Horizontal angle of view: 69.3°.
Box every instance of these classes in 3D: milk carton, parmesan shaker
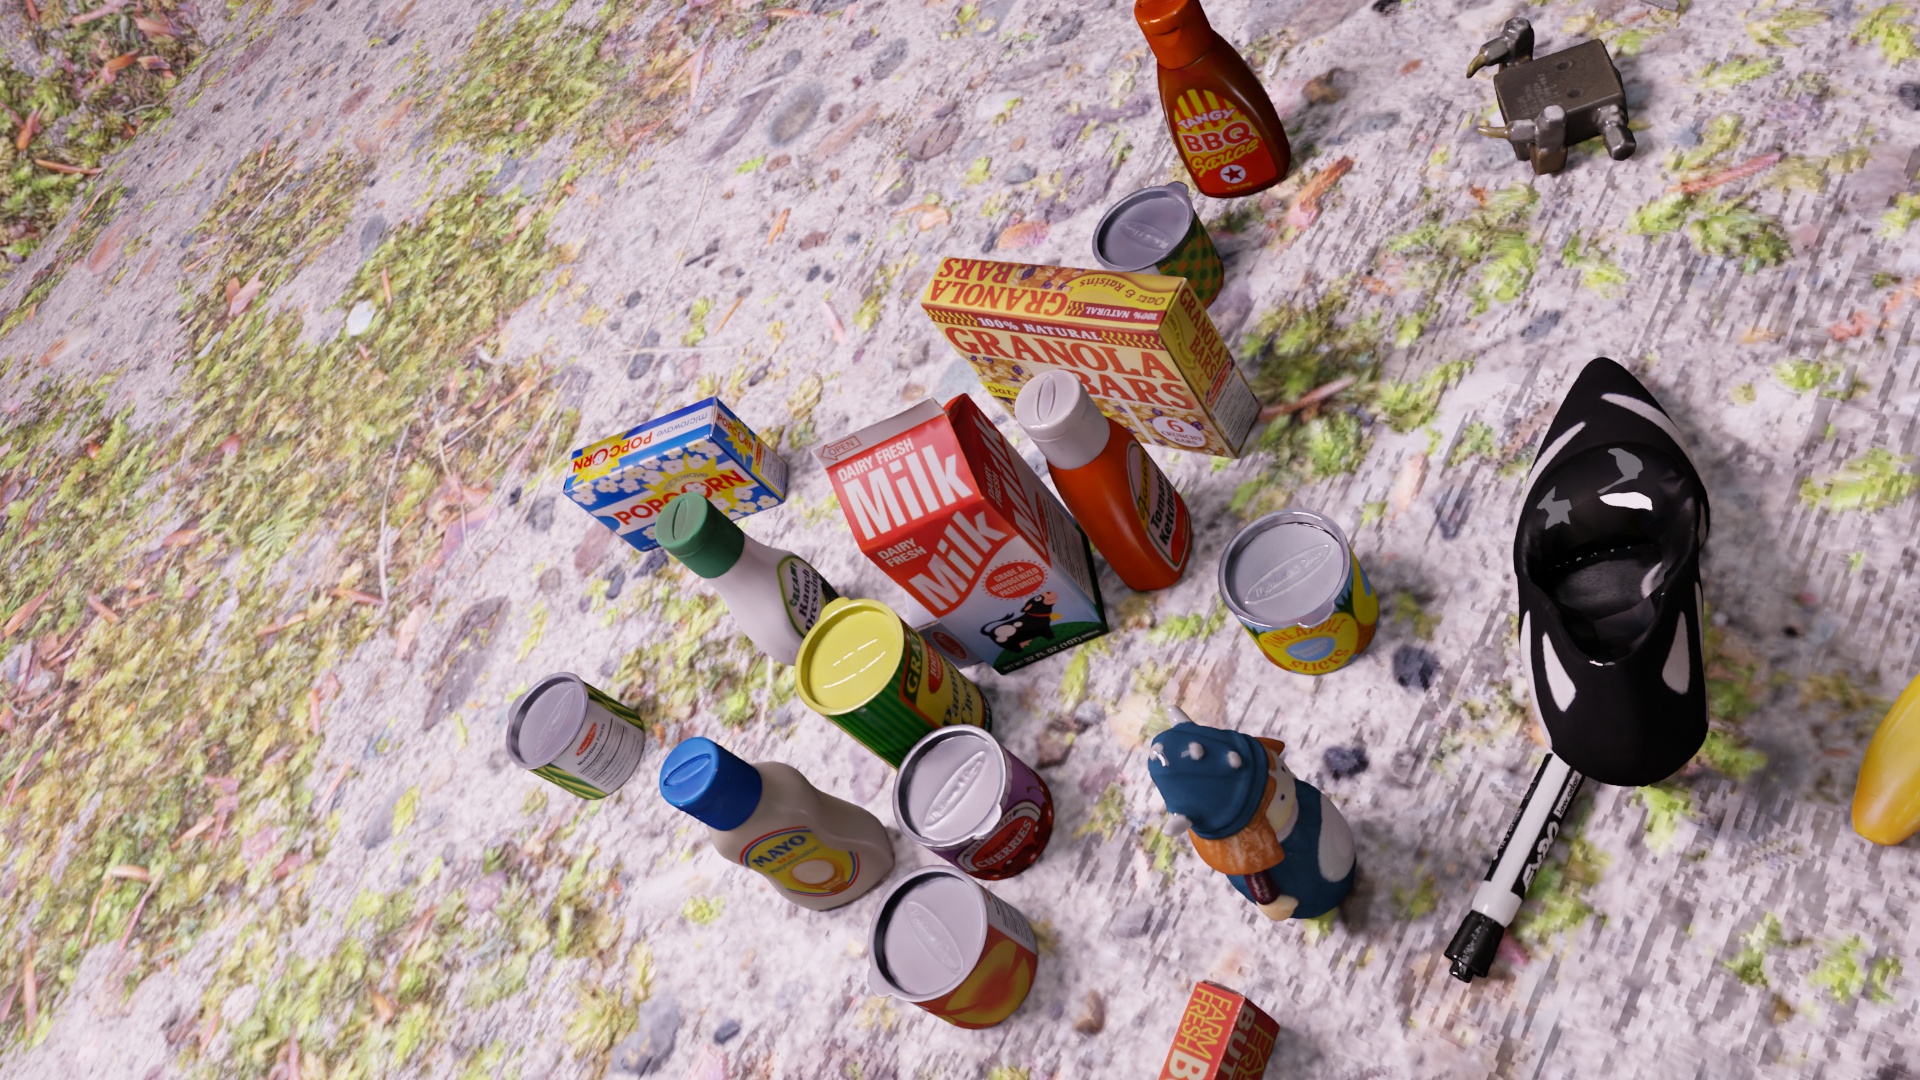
[{"bbox_3d":[0.003,-0.009,0.734,0.072,0.190,0.074,-23,50,18],"label":"milk carton"},{"bbox_3d":[-0.034,0.082,0.755,0.071,0.103,0.071,-17,53,23],"label":"parmesan shaker"}]

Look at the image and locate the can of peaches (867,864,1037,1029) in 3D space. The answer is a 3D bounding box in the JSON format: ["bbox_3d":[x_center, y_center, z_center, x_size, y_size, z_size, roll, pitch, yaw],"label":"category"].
[{"bbox_3d":[-0.005,0.203,0.685,0.071,0.058,0.071,-17,52,23],"label":"can of peaches"}]

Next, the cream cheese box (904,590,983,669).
[{"bbox_3d":[-0.013,0.020,0.817,0.024,0.053,0.104,-24,50,18],"label":"cream cheese box"}]

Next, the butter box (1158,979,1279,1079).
[{"bbox_3d":[0.101,0.245,0.591,0.024,0.053,0.104,11,67,38],"label":"butter box"}]

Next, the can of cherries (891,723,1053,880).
[{"bbox_3d":[0.008,0.138,0.720,0.071,0.058,0.072,-17,52,23],"label":"can of cherries"}]

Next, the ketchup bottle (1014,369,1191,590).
[{"bbox_3d":[0.076,-0.033,0.731,0.043,0.148,0.065,-9,56,28],"label":"ketchup bottle"}]

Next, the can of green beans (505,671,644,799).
[{"bbox_3d":[-0.247,0.126,0.893,0.071,0.057,0.071,-17,52,23],"label":"can of green beans"}]

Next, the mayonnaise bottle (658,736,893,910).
[{"bbox_3d":[-0.097,0.147,0.720,0.064,0.147,0.041,-31,48,12],"label":"mayonnaise bottle"}]

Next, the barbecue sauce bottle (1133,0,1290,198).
[{"bbox_3d":[0.150,-0.274,0.847,0.065,0.148,0.044,-6,57,30],"label":"barbecue sauce bottle"}]

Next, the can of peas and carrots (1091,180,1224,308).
[{"bbox_3d":[0.124,-0.177,0.859,0.071,0.058,0.071,-17,52,23],"label":"can of peas and carrots"}]

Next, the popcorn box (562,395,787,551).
[{"bbox_3d":[-0.195,-0.044,0.957,0.126,0.085,0.038,-18,52,22],"label":"popcorn box"}]

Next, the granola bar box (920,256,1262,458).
[{"bbox_3d":[0.074,-0.105,0.799,0.165,0.124,0.039,14,69,38],"label":"granola bar box"}]

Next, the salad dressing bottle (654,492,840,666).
[{"bbox_3d":[-0.121,0.024,0.820,0.044,0.147,0.064,-16,53,24],"label":"salad dressing bottle"}]

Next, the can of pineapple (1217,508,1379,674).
[{"bbox_3d":[0.169,0.028,0.691,0.071,0.057,0.071,-17,52,23],"label":"can of pineapple"}]
